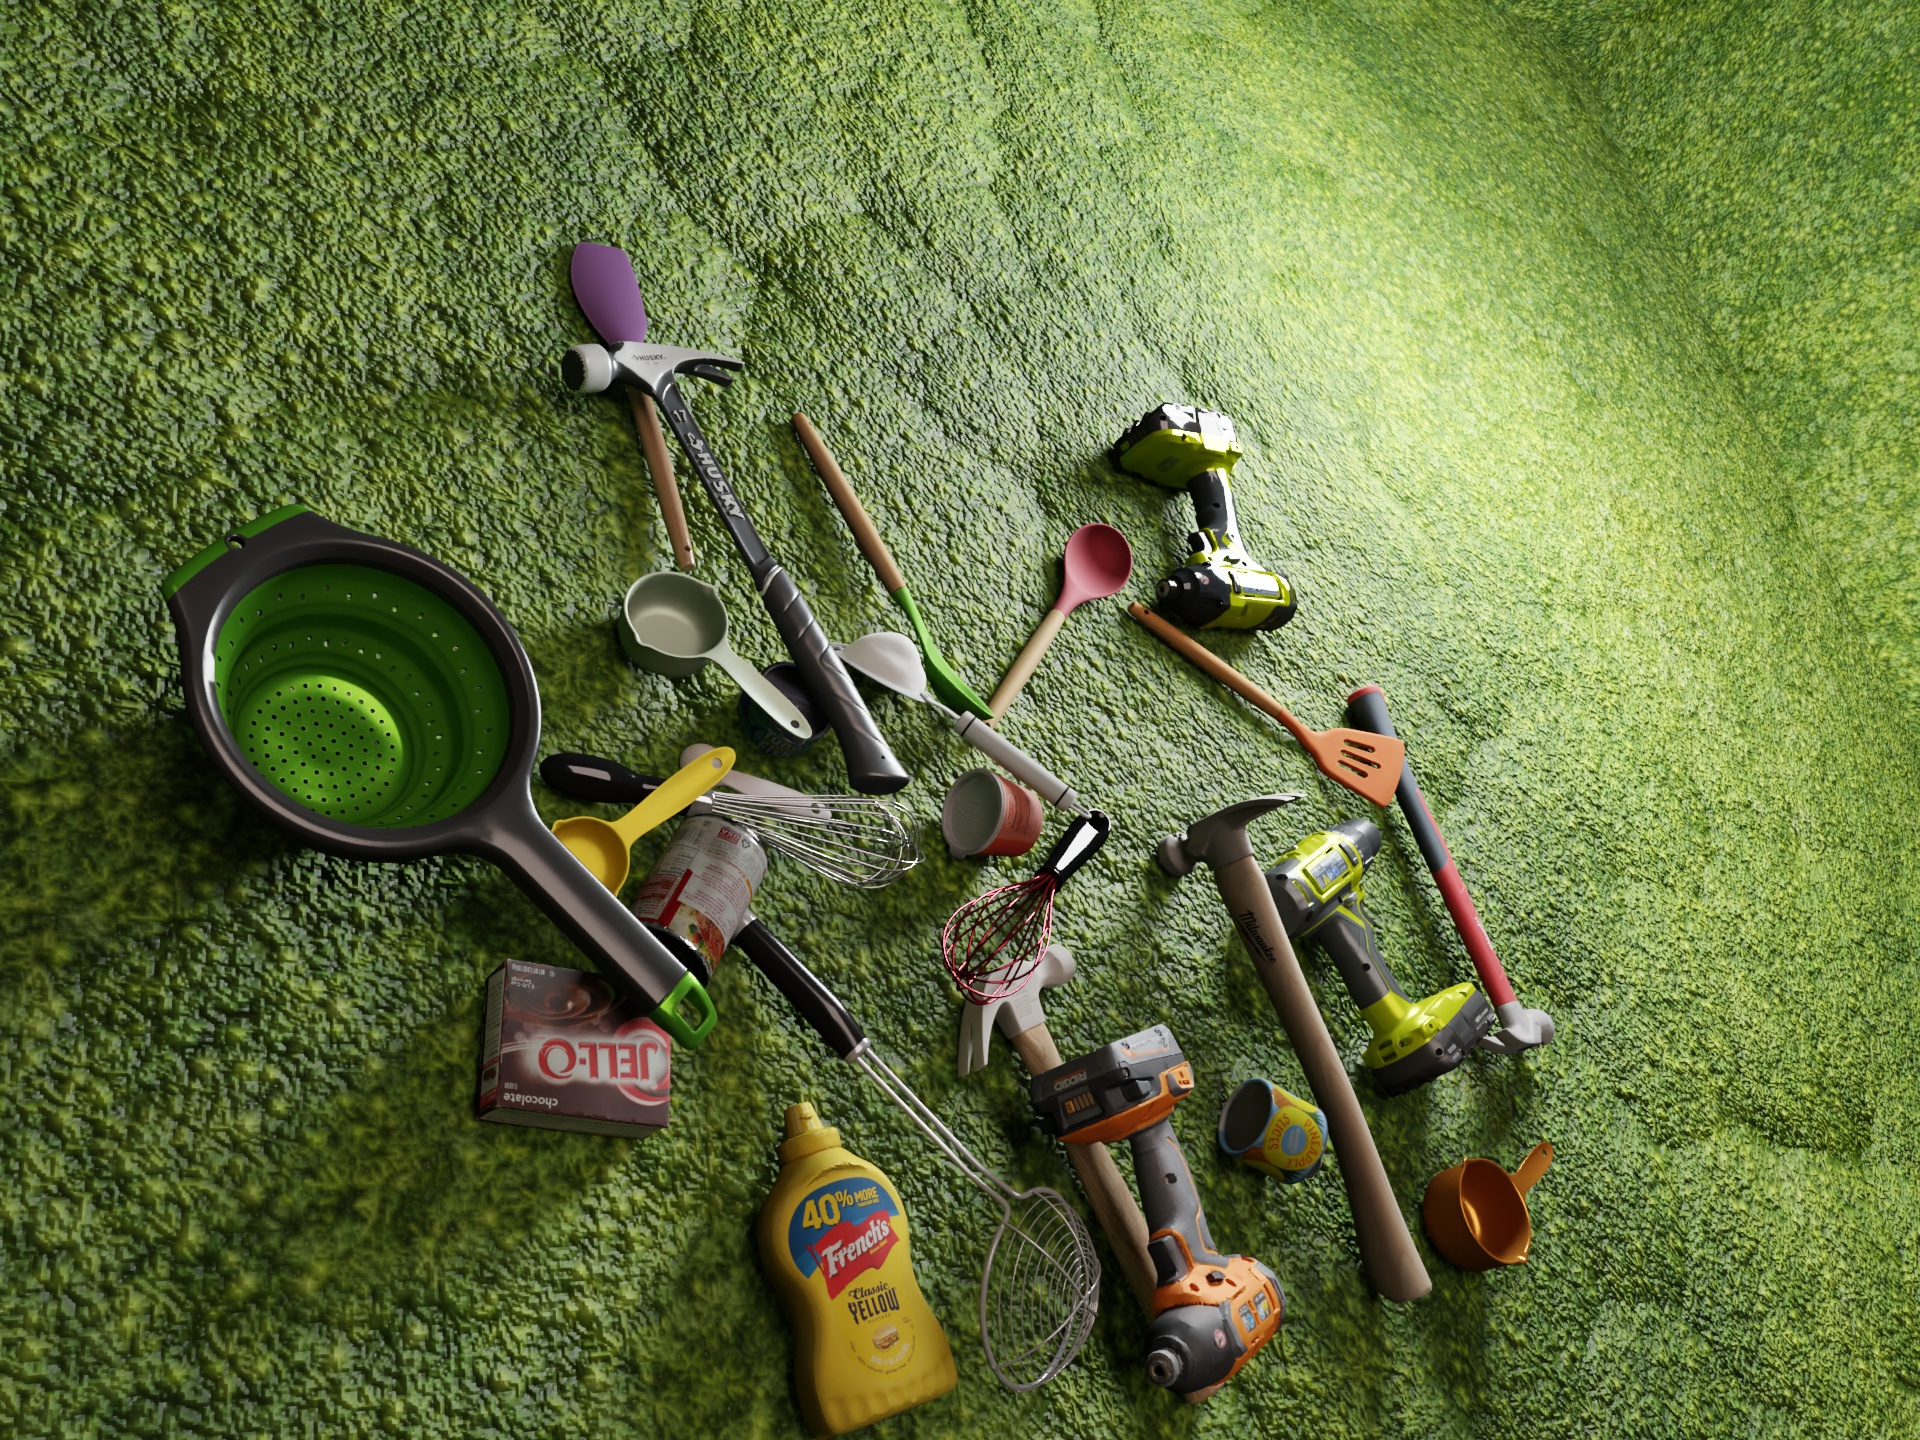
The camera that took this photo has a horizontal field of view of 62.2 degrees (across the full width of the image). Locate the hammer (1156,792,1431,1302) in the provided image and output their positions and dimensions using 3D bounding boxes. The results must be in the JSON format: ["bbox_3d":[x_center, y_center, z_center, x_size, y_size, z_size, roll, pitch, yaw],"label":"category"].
[{"bbox_3d":[0.292,0.261,1.288,0.038,0.146,0.411,-10,74,-44],"label":"hammer"}]

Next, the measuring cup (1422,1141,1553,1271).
[{"bbox_3d":[0.461,0.412,1.379,0.173,0.052,0.095,-19,76,-47],"label":"measuring cup"}]

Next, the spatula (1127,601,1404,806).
[{"bbox_3d":[0.294,-0.025,1.537,0.322,0.041,0.081,34,60,-16],"label":"spatula"}]

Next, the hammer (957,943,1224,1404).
[{"bbox_3d":[0.098,0.328,1.146,0.130,0.031,0.331,-14,73,-45],"label":"hammer"}]

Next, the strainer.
[{"bbox_3d":[-0.002,-0.004,1.232,0.258,0.050,0.087,37,10,4],"label":"strainer"}]

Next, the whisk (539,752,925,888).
[{"bbox_3d":[-0.151,0.064,1.100,0.284,0.070,0.070,15,54,-26],"label":"whisk"}]

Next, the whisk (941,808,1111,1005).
[{"bbox_3d":[0.059,0.129,1.209,0.073,0.073,0.296,51,31,0],"label":"whisk"}]

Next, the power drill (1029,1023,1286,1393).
[{"bbox_3d":[0.131,0.330,1.068,0.164,0.084,0.227,2,62,-61],"label":"power drill"}]

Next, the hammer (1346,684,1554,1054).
[{"bbox_3d":[0.463,0.138,1.554,0.143,0.038,0.387,12,52,-53],"label":"hammer"}]

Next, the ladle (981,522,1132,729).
[{"bbox_3d":[0.078,-0.077,1.404,0.069,0.031,0.315,41,46,-7],"label":"ladle"}]

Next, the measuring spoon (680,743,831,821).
[{"bbox_3d":[-0.143,0.046,1.143,0.124,0.018,0.034,24,50,-27],"label":"measuring spoon"}]

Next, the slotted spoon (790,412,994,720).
[{"bbox_3d":[-0.063,-0.127,1.316,0.314,0.031,0.070,60,10,14],"label":"slotted spoon"}]

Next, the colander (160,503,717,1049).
[{"bbox_3d":[-0.305,0.058,0.948,0.397,0.094,0.204,48,43,-8],"label":"colander"}]

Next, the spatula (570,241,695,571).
[{"bbox_3d":[-0.253,-0.253,1.251,0.059,0.018,0.316,-2,63,-37],"label":"spatula"}]

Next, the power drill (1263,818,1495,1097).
[{"bbox_3d":[0.372,0.201,1.428,0.190,0.080,0.228,-25,78,-47],"label":"power drill"}]

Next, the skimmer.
[{"bbox_3d":[-0.041,0.281,1.064,0.363,0.090,0.127,45,36,8],"label":"skimmer"}]

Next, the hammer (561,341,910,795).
[{"bbox_3d":[-0.149,-0.121,1.196,0.149,0.036,0.409,-17,71,-44],"label":"hammer"}]

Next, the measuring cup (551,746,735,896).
[{"bbox_3d":[-0.210,0.065,1.041,0.156,0.029,0.062,-39,95,-32],"label":"measuring cup"}]

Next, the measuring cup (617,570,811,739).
[{"bbox_3d":[-0.175,-0.036,1.141,0.167,0.038,0.083,42,48,2],"label":"measuring cup"}]

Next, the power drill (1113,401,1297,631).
[{"bbox_3d":[0.237,-0.198,1.582,0.171,0.080,0.223,2,65,-39],"label":"power drill"}]
